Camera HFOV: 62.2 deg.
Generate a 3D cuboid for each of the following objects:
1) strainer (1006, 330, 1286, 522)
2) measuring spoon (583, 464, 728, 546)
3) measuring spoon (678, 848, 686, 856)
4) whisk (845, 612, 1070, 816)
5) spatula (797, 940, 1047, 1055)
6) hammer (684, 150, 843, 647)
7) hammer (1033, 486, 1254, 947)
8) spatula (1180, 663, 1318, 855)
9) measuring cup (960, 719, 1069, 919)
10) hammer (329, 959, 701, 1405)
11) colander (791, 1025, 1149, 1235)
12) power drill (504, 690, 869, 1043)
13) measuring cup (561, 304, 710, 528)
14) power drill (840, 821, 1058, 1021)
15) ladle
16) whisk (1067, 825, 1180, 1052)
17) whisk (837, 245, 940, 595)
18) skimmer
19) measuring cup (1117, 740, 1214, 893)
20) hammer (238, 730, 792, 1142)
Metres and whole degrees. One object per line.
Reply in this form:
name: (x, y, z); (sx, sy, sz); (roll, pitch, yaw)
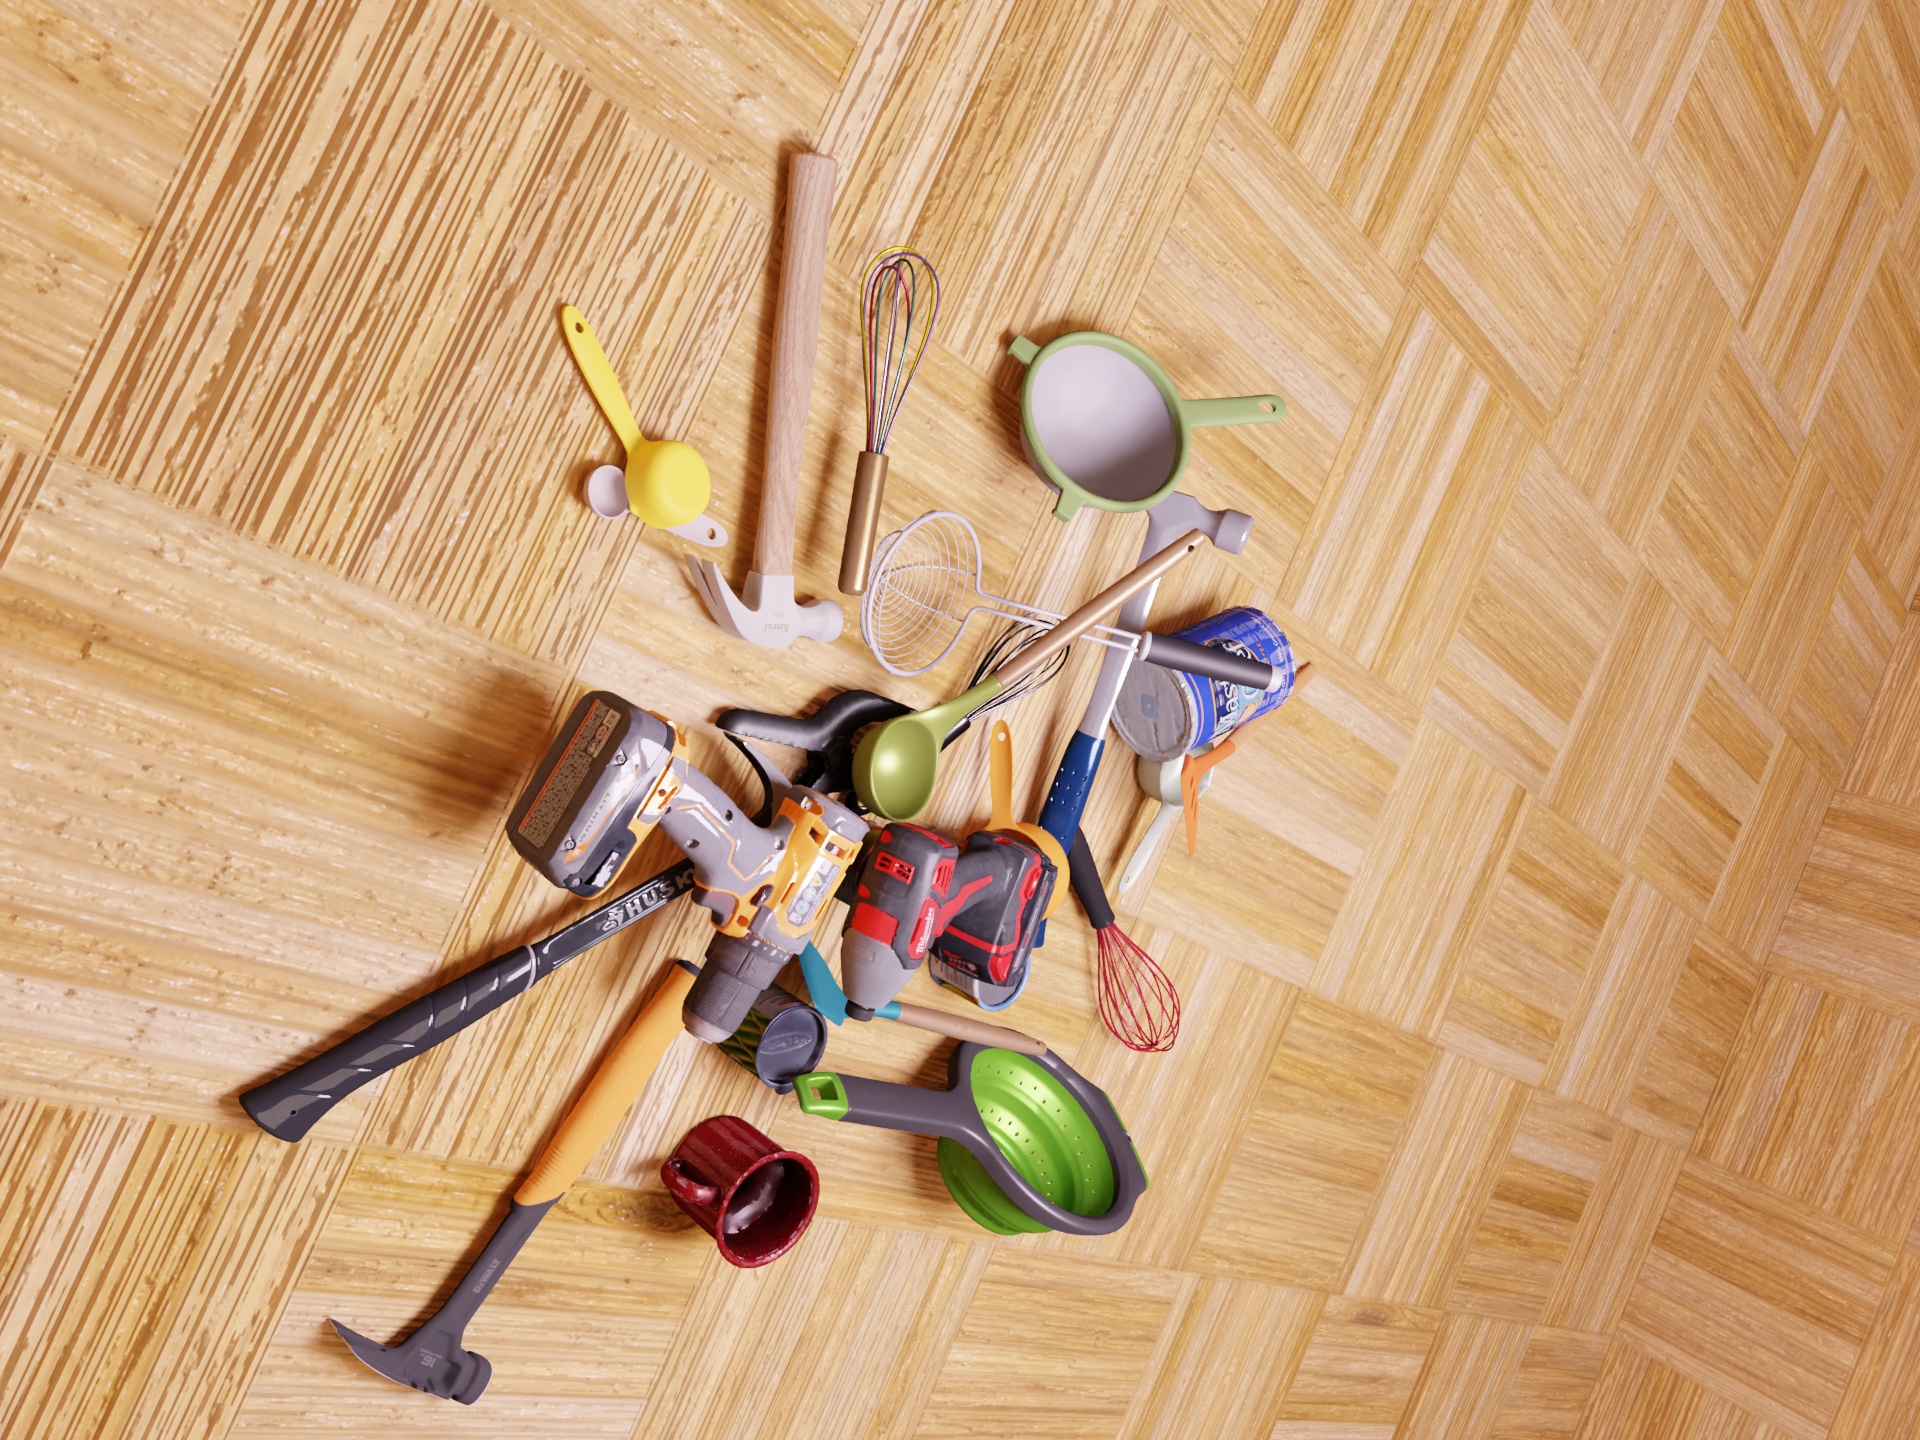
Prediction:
strainer: (0.147, -0.233, 1.278); (0.256, 0.069, 0.151); (-10, 80, -29)
measuring spoon: (-0.202, -0.137, 1.053); (0.124, 0.018, 0.034); (18, 77, -51)
measuring spoon: (-0.171, 0.111, 1.171); (0.021, 0.011, 0.116); (-58, 137, -13)
whisk: (-0.002, -0.005, 1.261); (0.239, 0.055, 0.055); (-41, 128, -19)
spatula: (-0.028, 0.238, 1.300); (0.317, 0.082, 0.044); (24, 122, -42)
hammer: (-0.119, -0.214, 1.083); (0.130, 0.031, 0.331); (-6, 107, -49)
hammer: (0.108, -0.001, 1.332); (0.035, 0.144, 0.405); (-39, 148, -74)
spatula: (0.268, 0.016, 1.475); (0.322, 0.041, 0.081); (-36, 124, -45)
measuring cup: (0.046, 0.086, 1.320); (0.052, 0.095, 0.173); (0, 88, -63)
hammer: (-0.287, 0.310, 1.113); (0.337, 0.034, 0.127); (-55, 134, -14)
colander: (-0.008, 0.351, 1.316); (0.396, 0.205, 0.094); (22, 121, -43)
power drill: (-0.182, 0.102, 1.036); (0.226, 0.084, 0.185); (34, 84, -42)
measuring cup: (-0.205, -0.193, 1.009); (0.062, 0.029, 0.156); (-54, 131, -40)
power drill: (-0.015, 0.150, 1.194); (0.219, 0.079, 0.143); (9, 101, -64)
ladle: (0.054, -0.038, 1.167); (0.320, 0.062, 0.078); (-36, 130, -1)
whisk: (0.137, 0.196, 1.450); (0.073, 0.073, 0.295); (-40, 122, -26)
whisk: (-0.061, -0.210, 1.118); (0.047, 0.051, 0.245); (5, 96, -47)
skimmer: (0.095, -0.065, 1.218); (0.363, 0.090, 0.127); (13, 100, -16)
measuring cup: (0.175, 0.079, 1.459); (0.083, 0.038, 0.167); (33, 83, -44)
hammer: (-0.271, 0.150, 1.052); (0.409, 0.036, 0.149); (-30, 120, -27)
